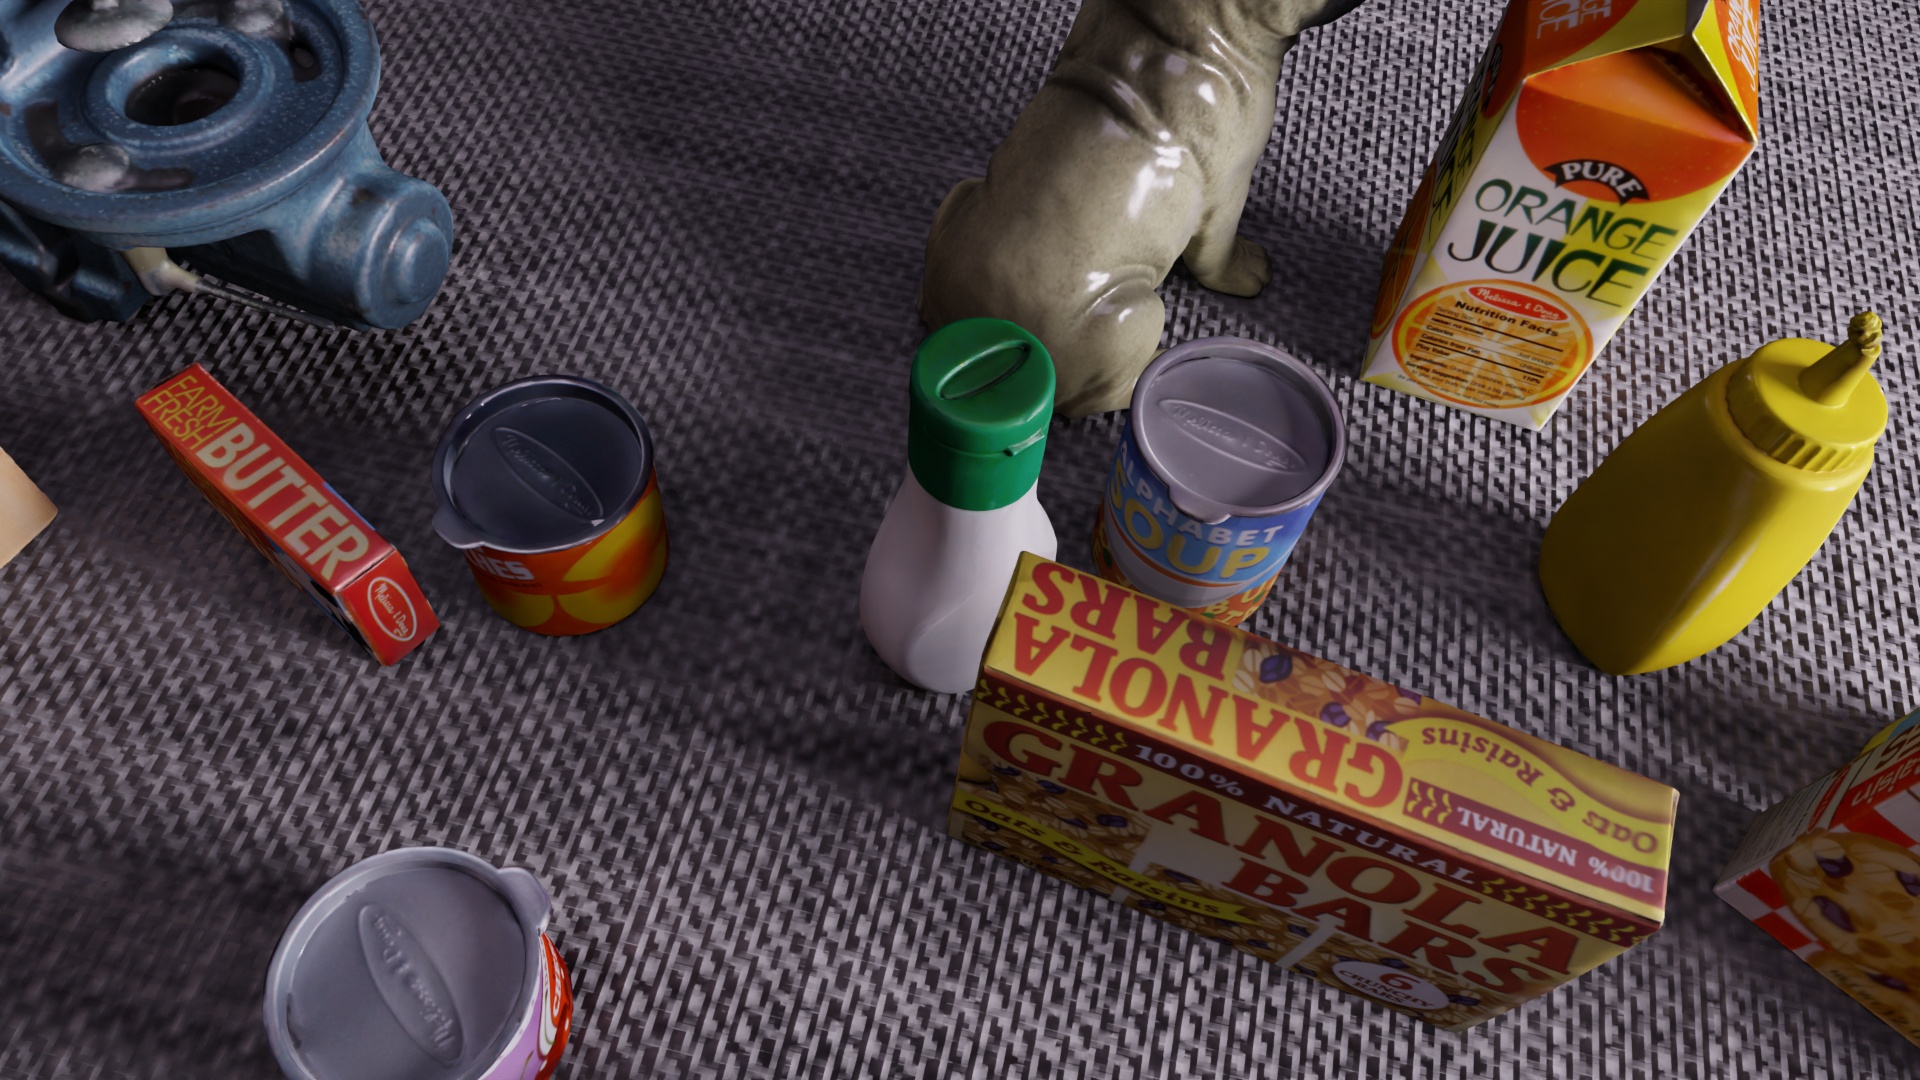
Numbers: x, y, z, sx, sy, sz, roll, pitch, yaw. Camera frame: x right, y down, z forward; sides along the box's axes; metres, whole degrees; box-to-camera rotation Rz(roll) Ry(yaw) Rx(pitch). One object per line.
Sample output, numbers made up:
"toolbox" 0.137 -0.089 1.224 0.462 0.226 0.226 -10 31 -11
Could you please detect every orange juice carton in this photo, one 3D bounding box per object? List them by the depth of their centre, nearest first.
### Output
"orange juice carton" 0.204 -0.127 0.468 0.073 0.191 0.072 17 60 5

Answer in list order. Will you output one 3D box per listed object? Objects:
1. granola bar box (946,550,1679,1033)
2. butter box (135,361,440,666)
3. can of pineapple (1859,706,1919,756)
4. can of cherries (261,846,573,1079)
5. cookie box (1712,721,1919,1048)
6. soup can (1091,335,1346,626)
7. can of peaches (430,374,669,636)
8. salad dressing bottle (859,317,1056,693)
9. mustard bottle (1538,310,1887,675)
"granola bar box" 0.081 0.075 0.377 0.166 0.123 0.039 20 60 7
"butter box" -0.214 -0.008 0.442 0.103 0.053 0.024 38 64 17
"can of pineapple" 0.331 0.075 0.437 0.071 0.057 0.071 2 59 -4
"can of cherries" -0.138 0.121 0.369 0.071 0.058 0.072 2 59 -4
"cookie box" 0.302 0.095 0.359 0.123 0.166 0.040 40 64 17
"soup can" 0.079 -0.013 0.453 0.071 0.083 0.071 2 59 -4
"can of peaches" -0.131 -0.009 0.447 0.071 0.057 0.071 2 59 -4
"salad dressing bottle" 0.001 -0.005 0.404 0.064 0.147 0.044 -31 67 -21
"mustard bottle" 0.234 -0.015 0.423 0.049 0.159 0.065 -15 62 -13
